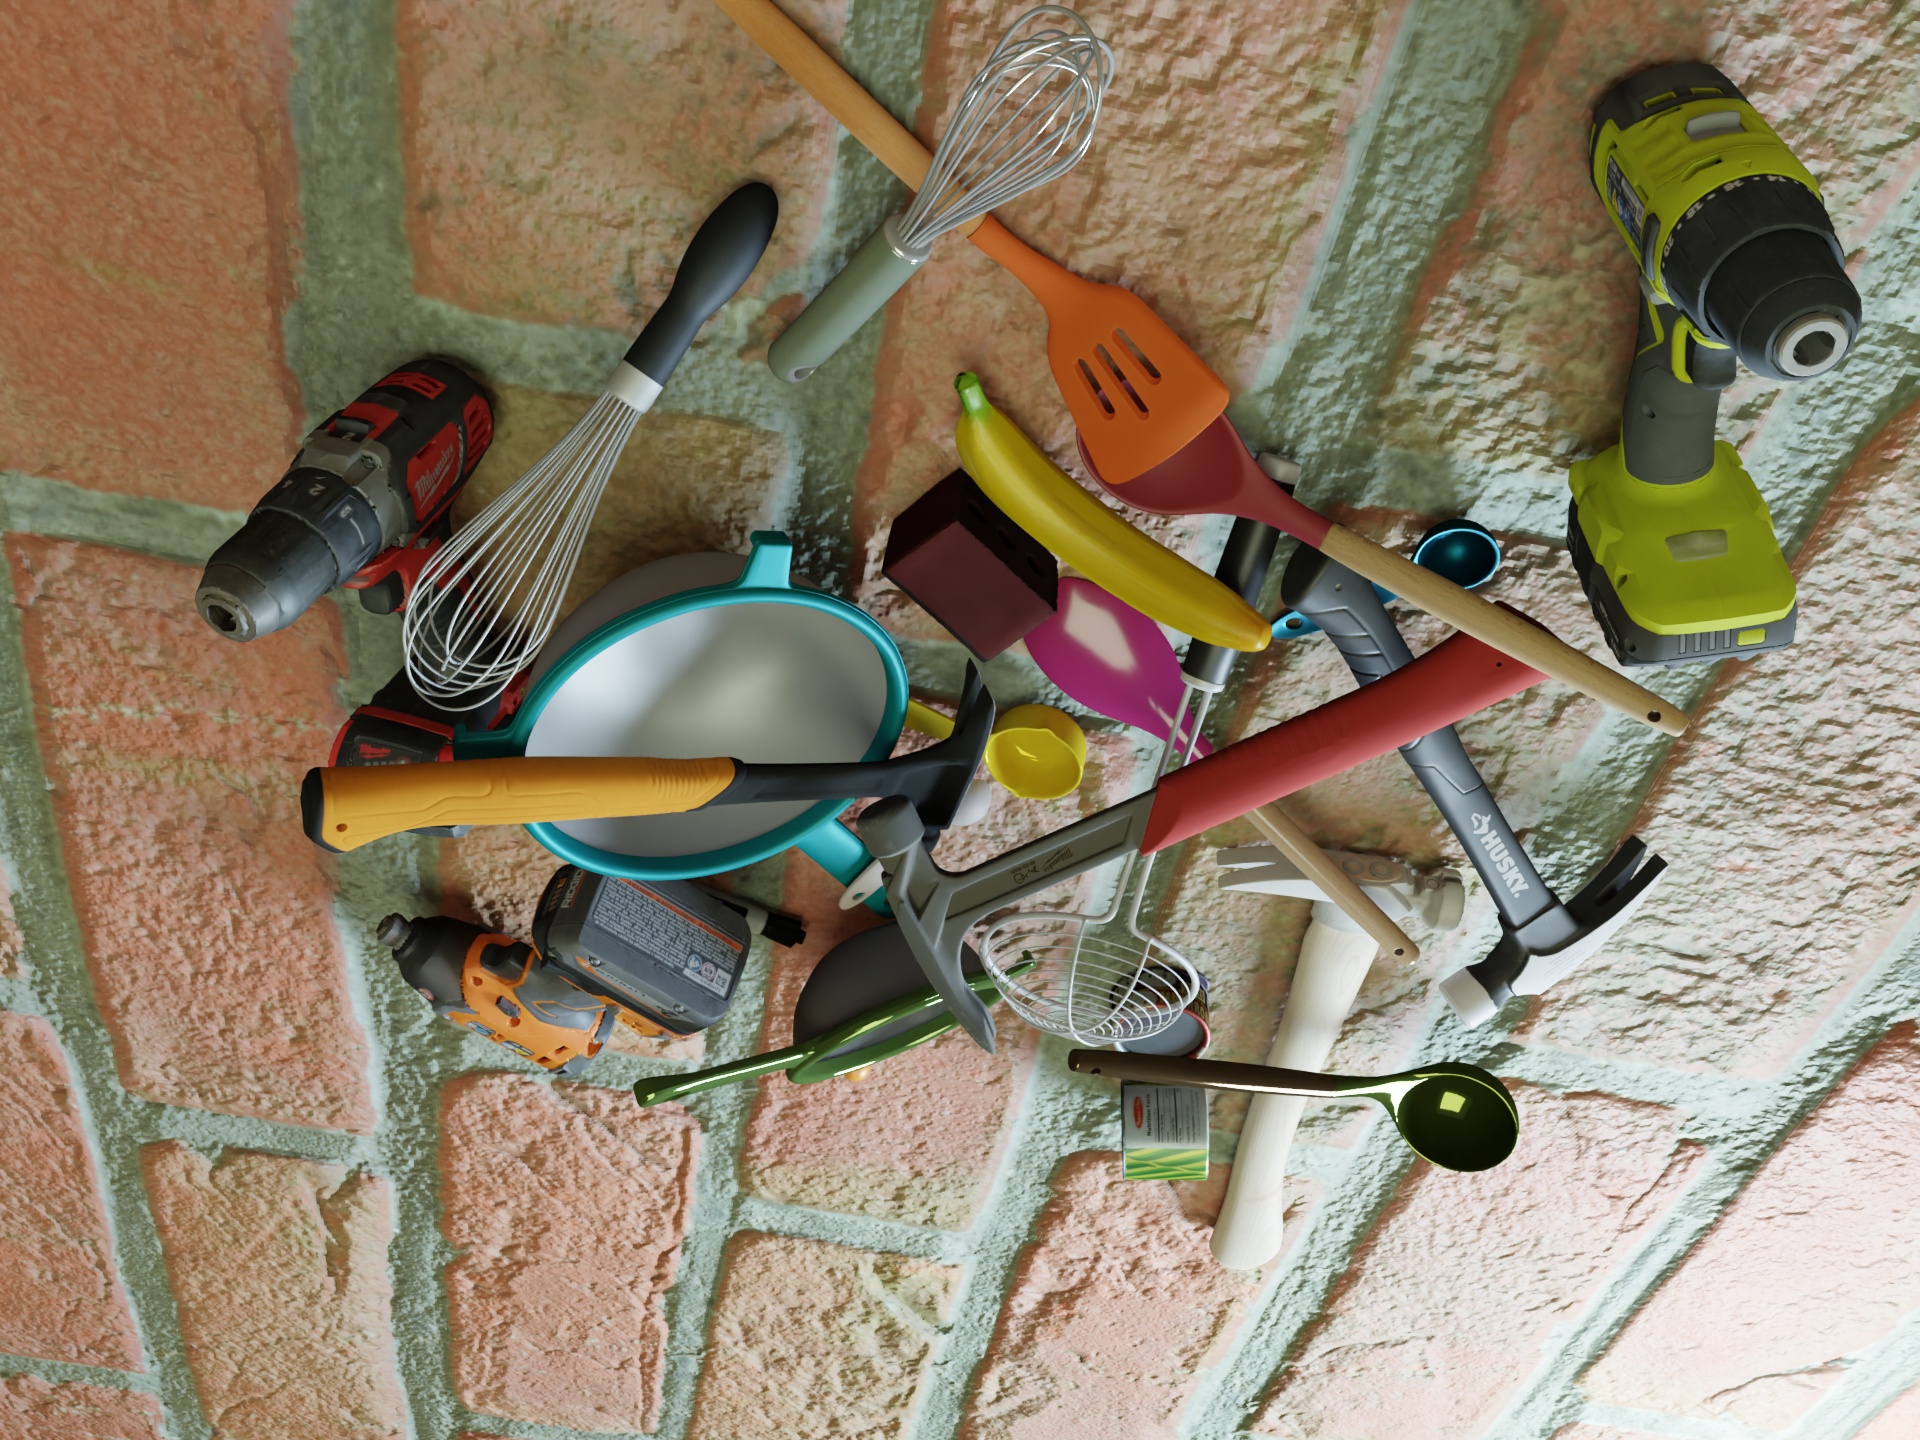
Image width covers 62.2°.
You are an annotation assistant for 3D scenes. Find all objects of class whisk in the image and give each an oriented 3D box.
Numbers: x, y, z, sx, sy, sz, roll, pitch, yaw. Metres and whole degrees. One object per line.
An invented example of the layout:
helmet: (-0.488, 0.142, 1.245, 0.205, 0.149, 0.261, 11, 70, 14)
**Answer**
whisk: (-0.019, -0.213, 0.685, 0.246, 0.058, 0.059, -31, 81, 49)
whisk: (-0.169, -0.127, 0.732, 0.070, 0.070, 0.284, 34, 93, -20)

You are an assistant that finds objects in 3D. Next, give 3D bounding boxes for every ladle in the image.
ladle: (0.197, -0.076, 0.755, 0.315, 0.031, 0.069, 31, 124, 12)
ladle: (0.210, 0.232, 0.977, 0.320, 0.062, 0.078, 11, 127, -24)

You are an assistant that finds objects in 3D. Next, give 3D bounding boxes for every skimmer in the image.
skimmer: (0.109, 0.026, 0.872, 0.127, 0.090, 0.363, 17, 108, -2)

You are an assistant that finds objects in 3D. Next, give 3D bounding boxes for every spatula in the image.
spatula: (-0.012, -0.233, 0.707, 0.322, 0.041, 0.081, 38, 134, -21)

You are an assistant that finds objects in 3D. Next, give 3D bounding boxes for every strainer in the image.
strainer: (-0.115, 0.013, 0.891, 0.211, 0.095, 0.340, -32, 143, 6)
strainer: (-0.089, 0.173, 0.966, 0.256, 0.069, 0.151, -7, 156, -40)

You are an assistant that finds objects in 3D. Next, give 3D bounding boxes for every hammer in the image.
hammer: (0.269, 0.025, 0.866, 0.146, 0.035, 0.334, -36, 118, 5)
hammer: (0.211, 0.243, 1.073, 0.146, 0.038, 0.410, 7, 129, 1)
hammer: (0.135, 0.042, 0.810, 0.359, 0.037, 0.149, -24, 106, 10)
hammer: (-0.144, 0.028, 0.787, 0.336, 0.034, 0.127, -2, 136, -28)

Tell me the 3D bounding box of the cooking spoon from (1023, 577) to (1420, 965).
cooking spoon: (0.155, 0.036, 0.899, 0.318, 0.017, 0.068, 43, 120, -15)

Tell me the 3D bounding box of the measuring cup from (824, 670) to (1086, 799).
measuring cup: (-0.001, -0.003, 0.907, 0.156, 0.029, 0.062, 22, 137, 2)

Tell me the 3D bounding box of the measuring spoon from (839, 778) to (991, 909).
measuring spoon: (-0.027, 0.078, 0.929, 0.124, 0.018, 0.034, -43, 143, 22)

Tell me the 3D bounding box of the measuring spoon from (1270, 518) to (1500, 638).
measuring spoon: (0.219, -0.074, 0.835, 0.128, 0.021, 0.042, -23, 129, 32)

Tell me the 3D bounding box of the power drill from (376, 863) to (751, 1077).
power drill: (-0.252, 0.147, 0.979, 0.164, 0.084, 0.226, 36, 141, -26)

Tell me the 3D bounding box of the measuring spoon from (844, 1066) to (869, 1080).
measuring spoon: (-0.077, 0.209, 1.085, 0.021, 0.011, 0.116, 0, 129, 5)

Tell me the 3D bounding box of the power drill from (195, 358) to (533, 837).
power drill: (-0.288, -0.044, 0.793, 0.080, 0.188, 0.226, 13, 133, 11)

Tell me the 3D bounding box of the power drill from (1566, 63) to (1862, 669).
power drill: (0.313, -0.134, 0.668, 0.080, 0.191, 0.228, -8, 132, 10)
